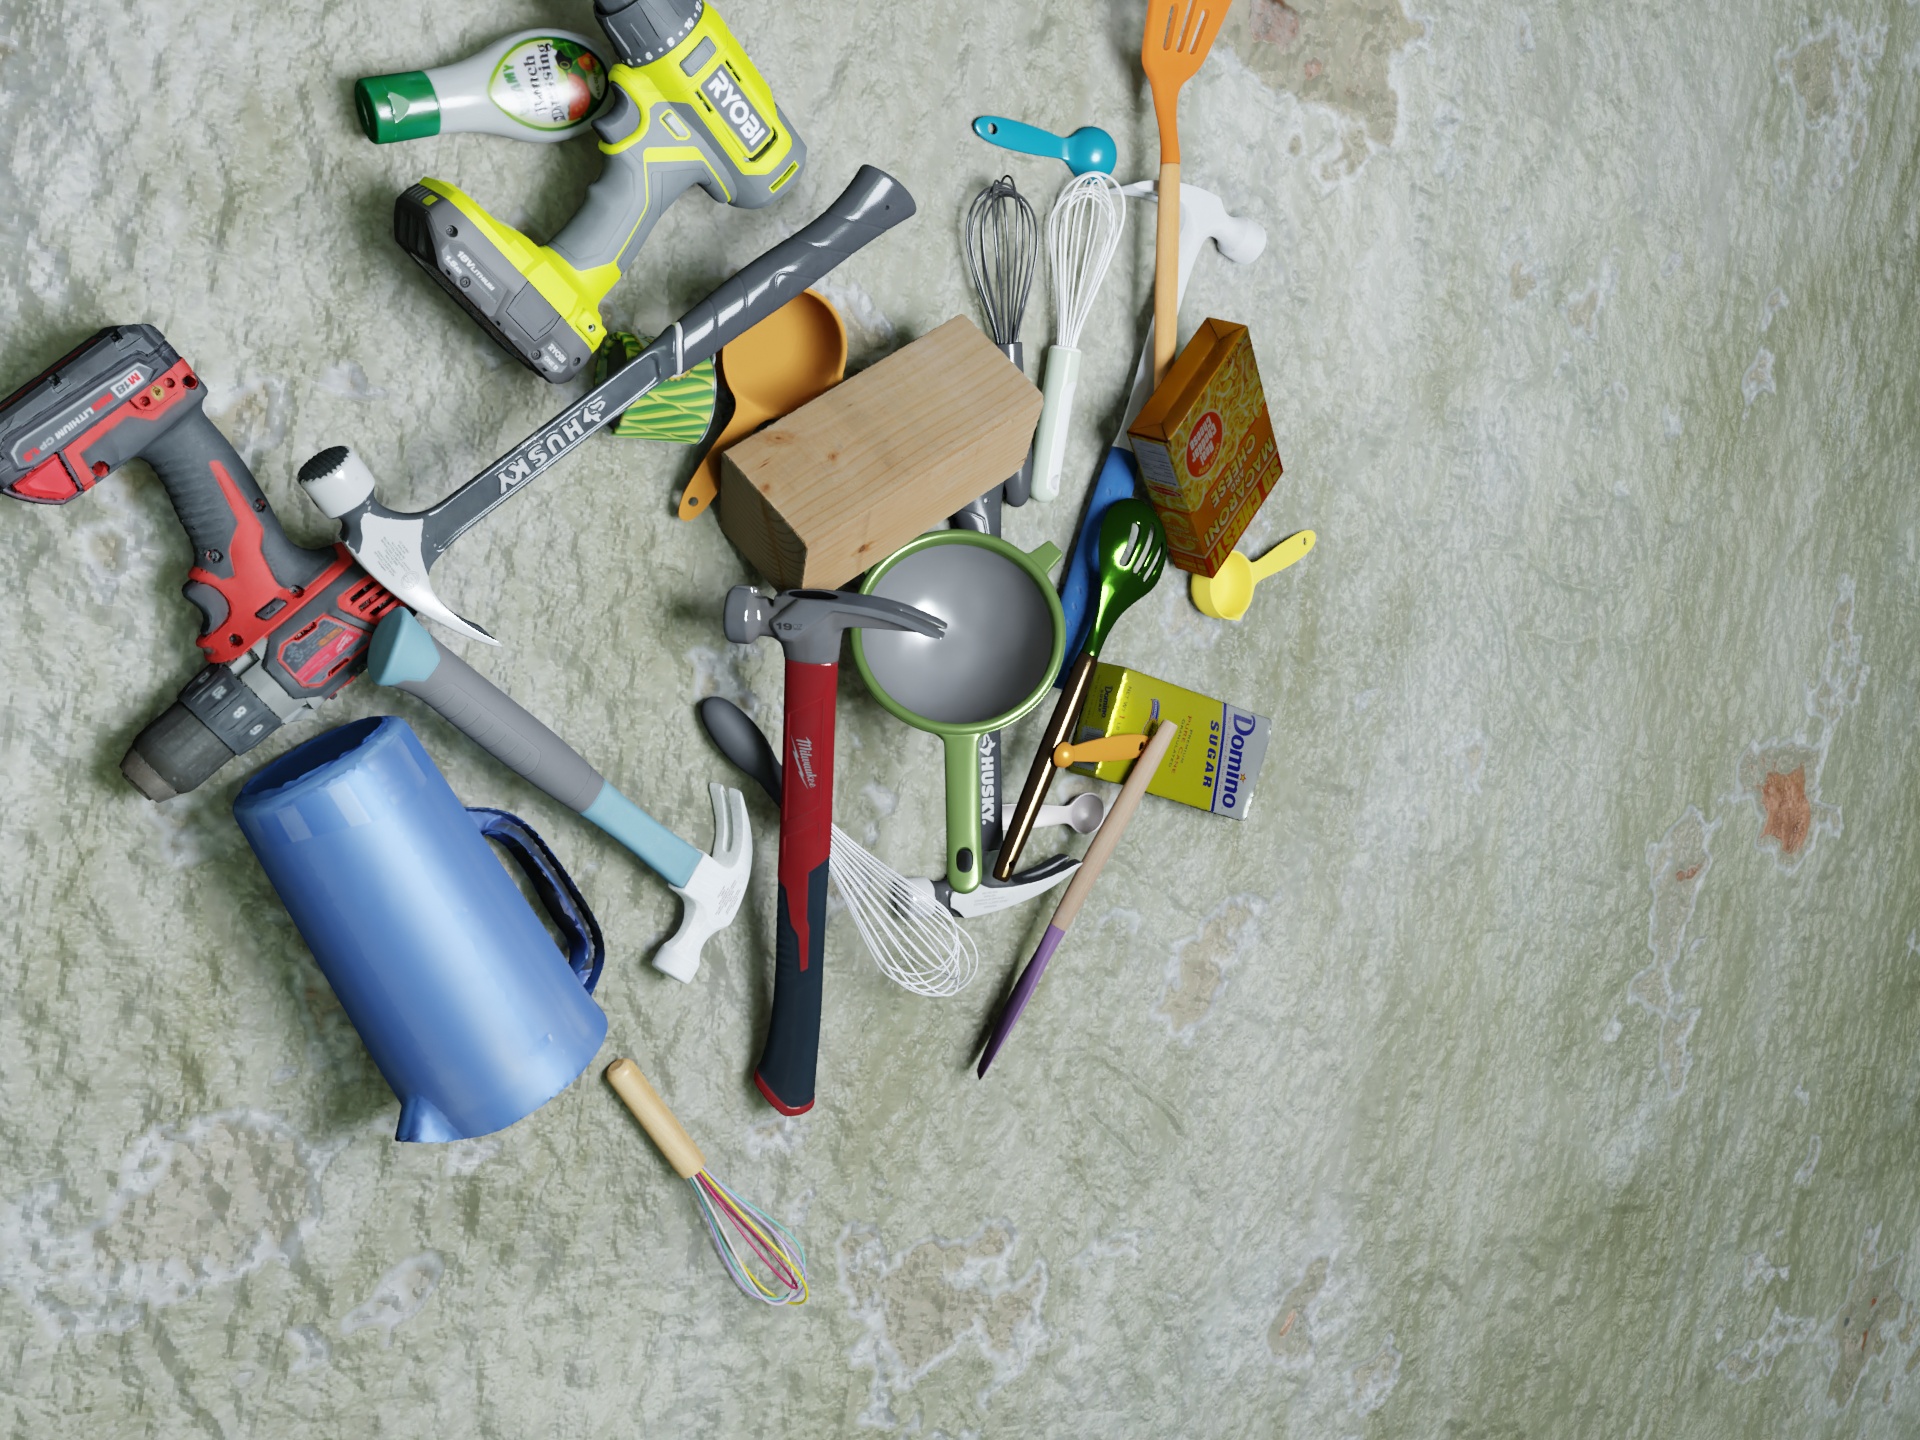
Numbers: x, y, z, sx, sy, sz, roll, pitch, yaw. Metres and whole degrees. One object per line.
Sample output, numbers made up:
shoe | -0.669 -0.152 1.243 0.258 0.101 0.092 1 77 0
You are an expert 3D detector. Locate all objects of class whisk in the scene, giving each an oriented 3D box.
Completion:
whisk | 0.081 -0.287 1.196 0.057 0.059 0.246 -7 108 -60
whisk | -0.176 0.334 1.137 0.051 0.047 0.244 -39 113 -20
whisk | 0.036 -0.275 1.168 0.055 0.055 0.239 -14 109 -31
whisk | -0.089 0.092 1.128 0.070 0.070 0.284 -45 106 -19

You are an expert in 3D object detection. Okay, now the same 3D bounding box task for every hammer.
hammer | -0.183 -0.207 0.955 0.409 0.036 0.149 -41 132 -16
hammer | -0.244 0.041 1.005 0.330 0.033 0.128 47 65 -43
hammer | -0.092 0.101 1.084 0.143 0.038 0.386 6 111 5
hammer | 0.127 -0.222 1.241 0.144 0.035 0.405 17 89 -34
hammer | 0.021 -0.019 1.203 0.146 0.035 0.334 -4 99 -25

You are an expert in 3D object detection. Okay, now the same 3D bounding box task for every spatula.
spatula | 0.161 -0.391 1.188 0.081 0.041 0.322 -7 103 -33
spatula | 0.089 0.139 1.248 0.018 0.060 0.316 29 91 -3

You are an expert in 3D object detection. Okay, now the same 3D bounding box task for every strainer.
strainer | -0.002 -0.004 1.114 0.151 0.069 0.256 -1 76 -3

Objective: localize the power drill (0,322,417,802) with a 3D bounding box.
power drill | -0.438 -0.083 0.877 0.188 0.080 0.226 -46 122 -18

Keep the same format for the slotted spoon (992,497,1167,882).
slotted spoon | 0.089 -0.024 1.204 0.070 0.031 0.314 27 81 -34

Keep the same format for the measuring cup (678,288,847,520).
measuring cup | -0.148 -0.215 1.061 0.095 0.052 0.173 26 102 -38

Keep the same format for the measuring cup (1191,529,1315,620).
measuring cup | 0.249 -0.132 1.349 0.156 0.029 0.062 -30 114 -38

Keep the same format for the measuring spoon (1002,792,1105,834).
measuring spoon | 0.059 0.074 1.264 0.124 0.018 0.034 -1 98 -26

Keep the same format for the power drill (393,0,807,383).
power drill | -0.218 -0.332 0.935 0.228 0.080 0.190 -49 136 -6

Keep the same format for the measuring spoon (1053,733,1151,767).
measuring spoon | 0.113 0.023 1.218 0.117 0.011 0.021 -5 109 -46

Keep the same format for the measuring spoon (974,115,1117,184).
measuring spoon | 0.067 -0.427 1.174 0.128 0.021 0.042 0 98 -34
